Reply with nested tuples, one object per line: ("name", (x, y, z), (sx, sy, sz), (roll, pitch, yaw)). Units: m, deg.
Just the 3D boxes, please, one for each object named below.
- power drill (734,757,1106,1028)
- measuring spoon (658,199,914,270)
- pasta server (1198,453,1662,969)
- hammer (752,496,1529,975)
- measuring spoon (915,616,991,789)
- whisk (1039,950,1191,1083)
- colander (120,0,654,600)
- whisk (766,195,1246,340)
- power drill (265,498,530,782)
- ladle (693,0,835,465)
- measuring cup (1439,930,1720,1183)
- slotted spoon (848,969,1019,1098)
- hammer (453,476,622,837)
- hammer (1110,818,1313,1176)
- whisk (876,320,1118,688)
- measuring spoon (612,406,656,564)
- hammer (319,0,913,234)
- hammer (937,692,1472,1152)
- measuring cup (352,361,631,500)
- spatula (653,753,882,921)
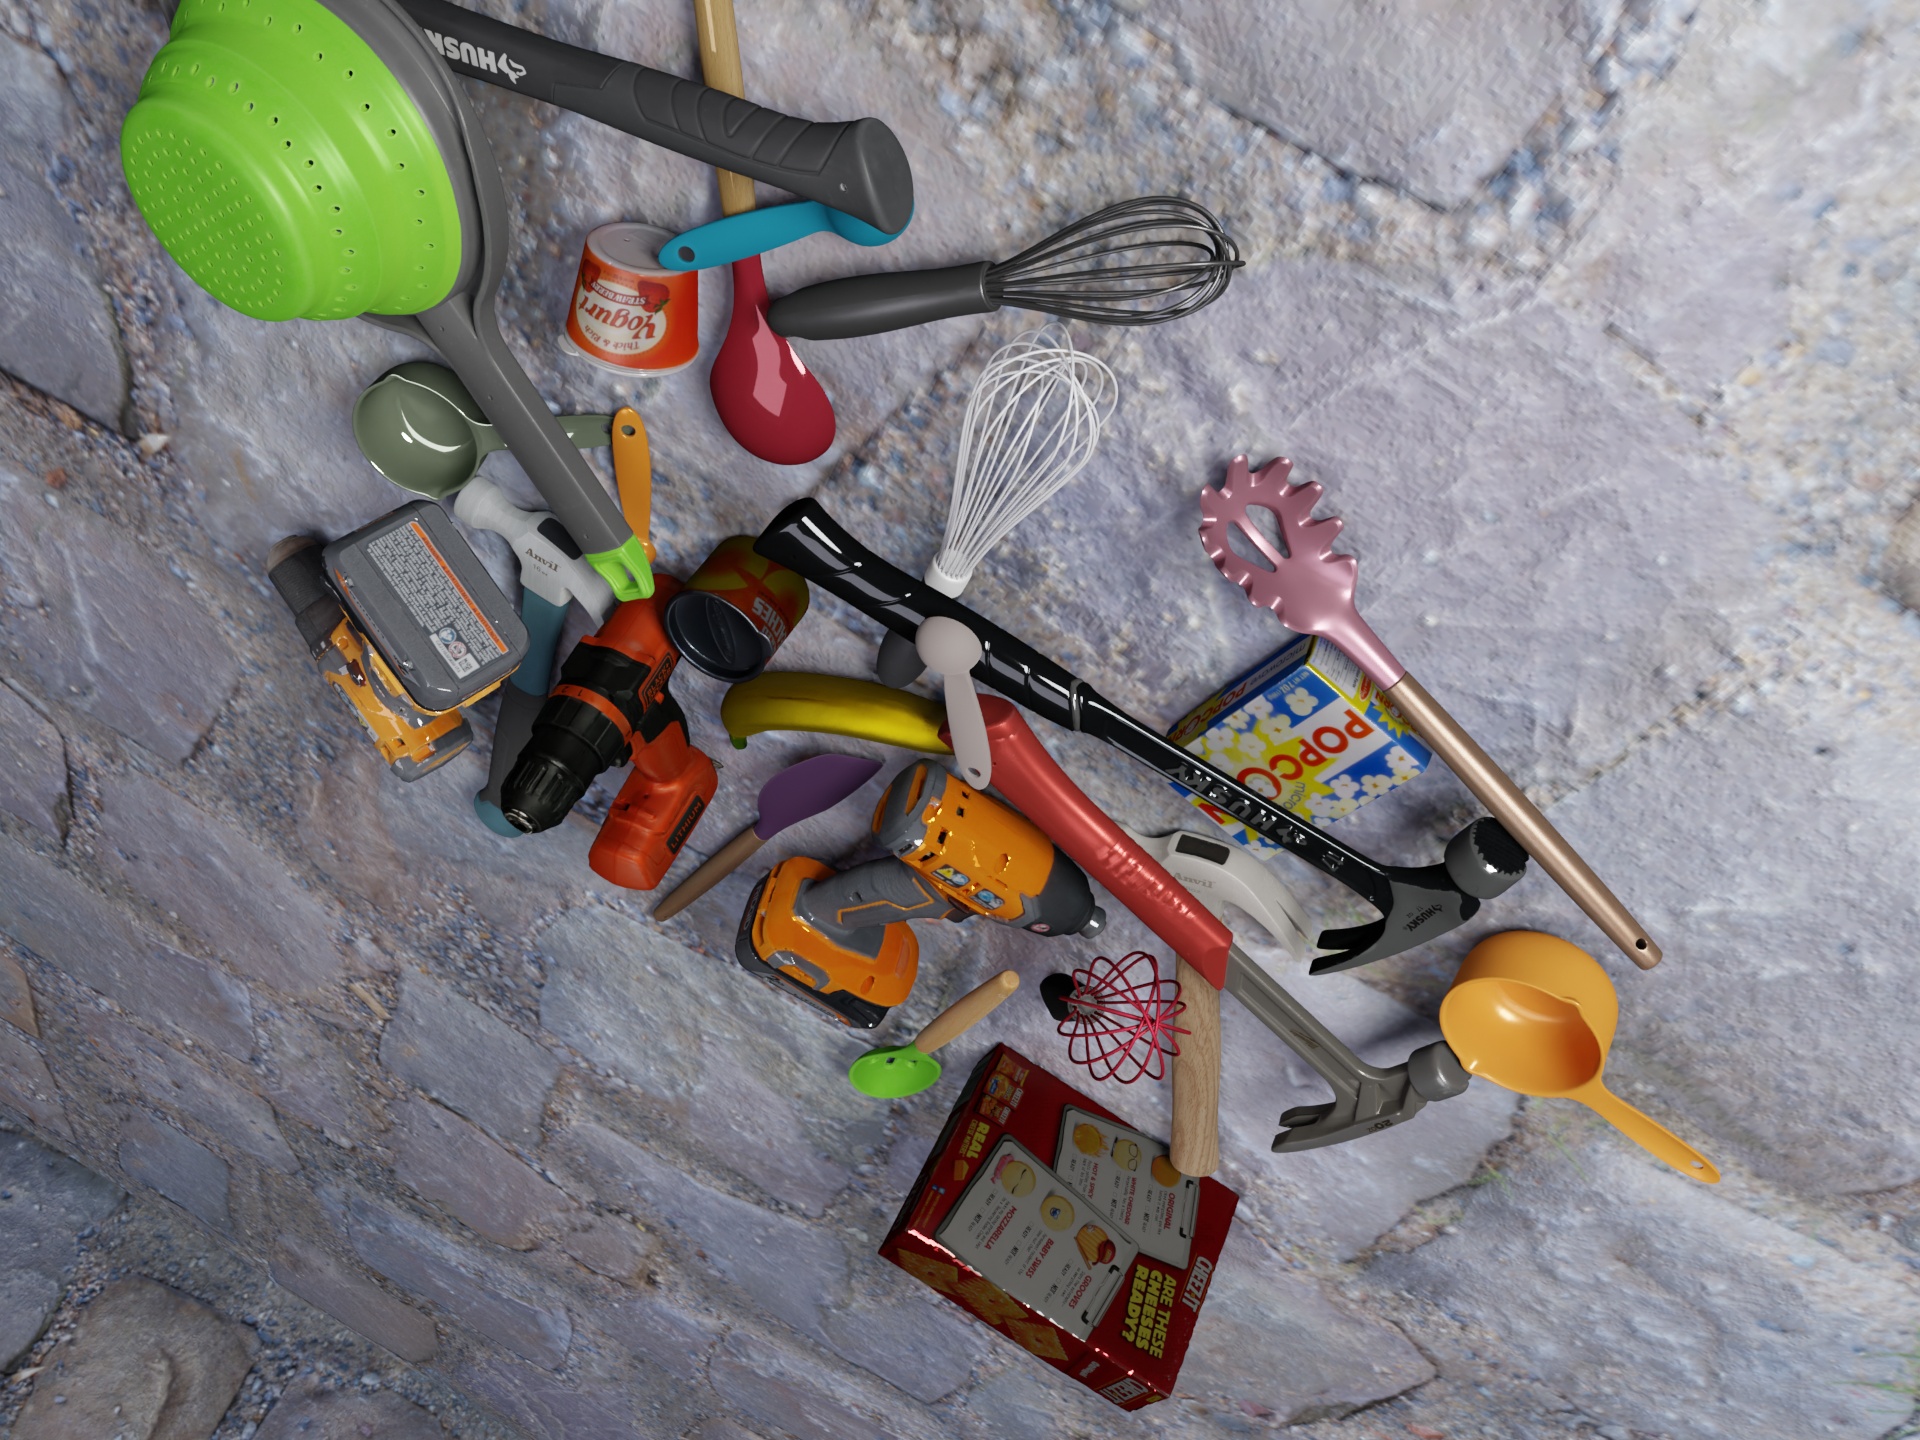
("power drill", (-0.025, 0.122, 1.021), (0.164, 0.084, 0.226), (34, 137, -22))
("measuring spoon", (-0.084, -0.226, 0.736), (0.128, 0.021, 0.042), (-11, 128, 16))
("pasta server", (0.225, 0.001, 0.750), (0.316, 0.060, 0.040), (47, 179, -2))
("hammer", (0.076, 0.004, 0.817), (0.409, 0.036, 0.149), (31, 141, -2))
("measuring spoon", (-0.001, -0.003, 0.815), (0.034, 0.018, 0.124), (11, 139, 22))
("whisk", (0.078, 0.171, 0.942), (0.073, 0.073, 0.296), (32, 171, -1))
("colander", (-0.290, -0.199, 0.801), (0.204, 0.094, 0.396), (-3, 129, 41))
("whisk", (0.011, -0.193, 0.713), (0.239, 0.055, 0.055), (0, 130, 29))
("power drill", (-0.373, -0.065, 1.024), (0.185, 0.084, 0.226), (55, 149, -4))
("ladle", (-0.104, -0.250, 0.751), (0.069, 0.031, 0.315), (10, 133, 14))
("measuring cup", (0.348, 0.183, 0.872), (0.173, 0.052, 0.095), (37, 140, 2))
("slotted spoon", (-0.015, 0.219, 1.109), (0.070, 0.031, 0.313), (9, 154, -15))
("hammer", (-0.297, -0.020, 1.086), (0.128, 0.033, 0.330), (31, 139, 2))
("hammer", (0.155, 0.195, 1.027), (0.130, 0.031, 0.331), (13, 136, 21))
("whisk", (0.004, -0.093, 0.818), (0.070, 0.070, 0.284), (32, 143, 0))
("measuring spoon", (-0.190, -0.132, 0.922), (0.021, 0.011, 0.116), (4, 137, -3))
("hammer", (-0.169, -0.284, 0.723), (0.335, 0.035, 0.146), (25, 139, 18))
("hammer", (0.121, 0.119, 0.919), (0.359, 0.037, 0.149), (42, 136, -11))
("measuring cup", (-0.267, -0.174, 0.923), (0.167, 0.038, 0.083), (-1, 129, 9))
("spatula", (-0.150, 0.085, 1.105), (0.059, 0.018, 0.316), (11, 150, -29))
